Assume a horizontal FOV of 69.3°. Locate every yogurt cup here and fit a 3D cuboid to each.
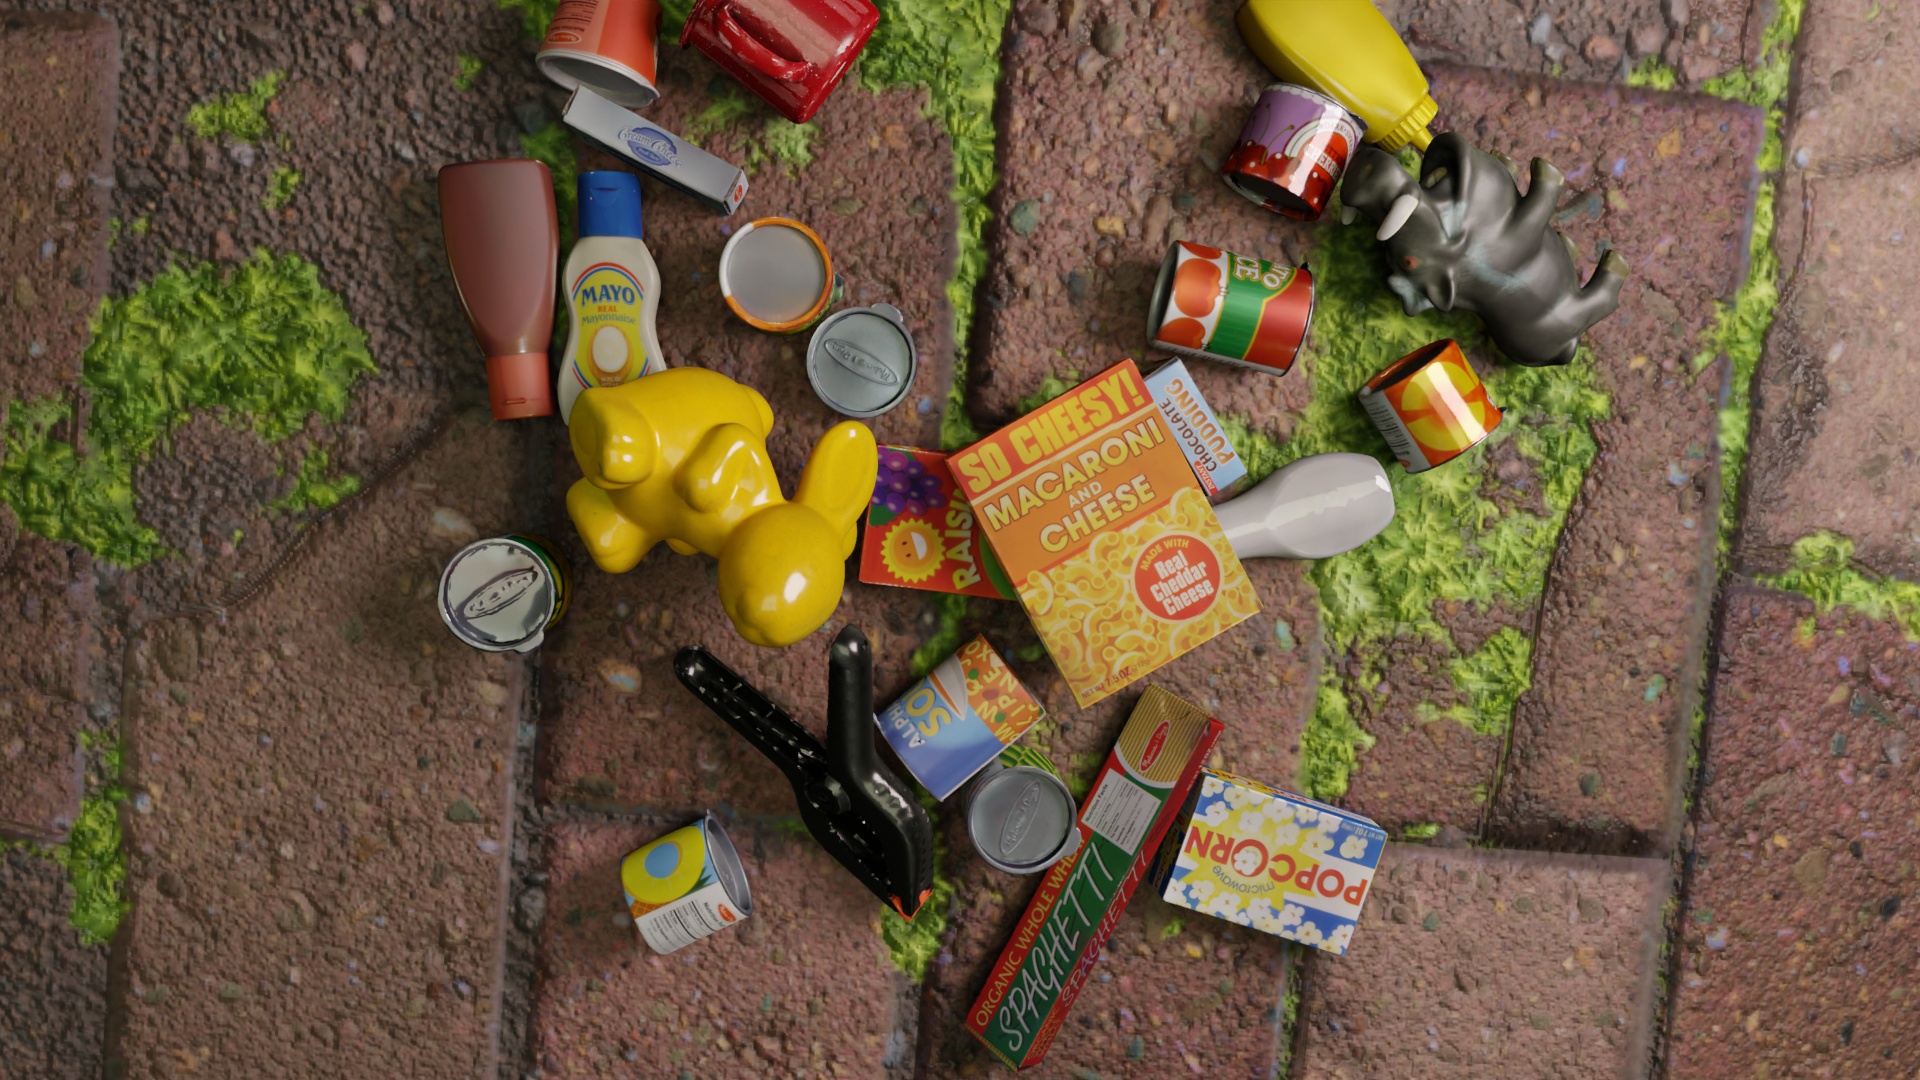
[{"bbox_3d":[-0.204,-0.288,0.799,0.072,0.072,0.054,13,86,-5],"label":"yogurt cup"}]

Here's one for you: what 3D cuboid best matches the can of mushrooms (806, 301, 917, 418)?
[{"bbox_3d":[-0.058,-0.109,0.839,0.071,0.033,0.071,0,95,-3],"label":"can of mushrooms"}]

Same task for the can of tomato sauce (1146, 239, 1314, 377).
[{"bbox_3d":[0.161,-0.141,0.835,0.083,0.071,0.071,12,94,-4],"label":"can of tomato sauce"}]

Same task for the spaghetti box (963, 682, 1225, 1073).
[{"bbox_3d":[0.082,0.209,0.865,0.050,0.028,0.250,30,93,35],"label":"spaghetti box"}]

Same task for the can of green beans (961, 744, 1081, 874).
[{"bbox_3d":[0.035,0.164,0.855,0.071,0.058,0.071,0,95,-4],"label":"can of green beans"}]

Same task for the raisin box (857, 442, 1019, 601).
[{"bbox_3d":[0.003,-0.011,0.848,0.123,0.040,0.086,7,95,-6],"label":"raisin box"}]

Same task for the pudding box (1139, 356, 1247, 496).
[{"bbox_3d":[0.136,-0.069,0.848,0.030,0.050,0.083,-32,97,-2],"label":"pudding box"}]

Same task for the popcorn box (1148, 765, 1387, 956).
[{"bbox_3d":[0.195,0.201,0.879,0.127,0.038,0.085,18,94,-5],"label":"popcorn box"}]

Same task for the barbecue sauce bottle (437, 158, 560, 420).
[{"bbox_3d":[-0.265,-0.146,0.816,0.065,0.044,0.148,-6,96,-4],"label":"barbecue sauce bottle"}]

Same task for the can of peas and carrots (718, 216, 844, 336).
[{"bbox_3d":[-0.105,-0.154,0.819,0.071,0.059,0.071,0,95,-4],"label":"can of peas and carrots"}]

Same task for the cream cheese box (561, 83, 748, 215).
[{"bbox_3d":[-0.176,-0.226,0.810,0.104,0.053,0.024,27,91,-6],"label":"cream cheese box"}]

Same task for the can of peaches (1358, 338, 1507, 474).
[{"bbox_3d":[0.289,-0.084,0.849,0.071,0.071,0.058,-35,96,0],"label":"can of peaches"}]

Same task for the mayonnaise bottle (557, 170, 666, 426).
[{"bbox_3d":[-0.206,-0.141,0.821,0.065,0.041,0.148,-1,95,-6],"label":"mayonnaise bottle"}]

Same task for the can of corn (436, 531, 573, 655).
[{"bbox_3d":[-0.266,0.031,0.822,0.071,0.058,0.071,0,95,-4],"label":"can of corn"}]

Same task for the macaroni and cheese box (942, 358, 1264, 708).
[{"bbox_3d":[0.082,-0.005,0.814,0.124,0.040,0.166,-29,97,-1],"label":"macaroni and cheese box"}]

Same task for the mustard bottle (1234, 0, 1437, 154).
[{"bbox_3d":[0.239,-0.281,0.838,0.160,0.049,0.065,44,91,-7],"label":"mustard bottle"}]

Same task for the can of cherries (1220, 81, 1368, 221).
[{"bbox_3d":[0.199,-0.230,0.828,0.071,0.071,0.058,27,93,-6],"label":"can of cherries"}]

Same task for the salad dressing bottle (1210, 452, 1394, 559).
[{"bbox_3d":[0.190,-0.012,0.860,0.148,0.044,0.064,-15,98,-1],"label":"salad dressing bottle"}]

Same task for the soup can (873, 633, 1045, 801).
[{"bbox_3d":[-0.002,0.105,0.843,0.084,0.071,0.071,-40,96,-1],"label":"soup can"}]

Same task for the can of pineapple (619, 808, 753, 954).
[{"bbox_3d":[-0.166,0.207,0.842,0.058,0.071,0.071,-24,96,-2],"label":"can of pineapple"}]
